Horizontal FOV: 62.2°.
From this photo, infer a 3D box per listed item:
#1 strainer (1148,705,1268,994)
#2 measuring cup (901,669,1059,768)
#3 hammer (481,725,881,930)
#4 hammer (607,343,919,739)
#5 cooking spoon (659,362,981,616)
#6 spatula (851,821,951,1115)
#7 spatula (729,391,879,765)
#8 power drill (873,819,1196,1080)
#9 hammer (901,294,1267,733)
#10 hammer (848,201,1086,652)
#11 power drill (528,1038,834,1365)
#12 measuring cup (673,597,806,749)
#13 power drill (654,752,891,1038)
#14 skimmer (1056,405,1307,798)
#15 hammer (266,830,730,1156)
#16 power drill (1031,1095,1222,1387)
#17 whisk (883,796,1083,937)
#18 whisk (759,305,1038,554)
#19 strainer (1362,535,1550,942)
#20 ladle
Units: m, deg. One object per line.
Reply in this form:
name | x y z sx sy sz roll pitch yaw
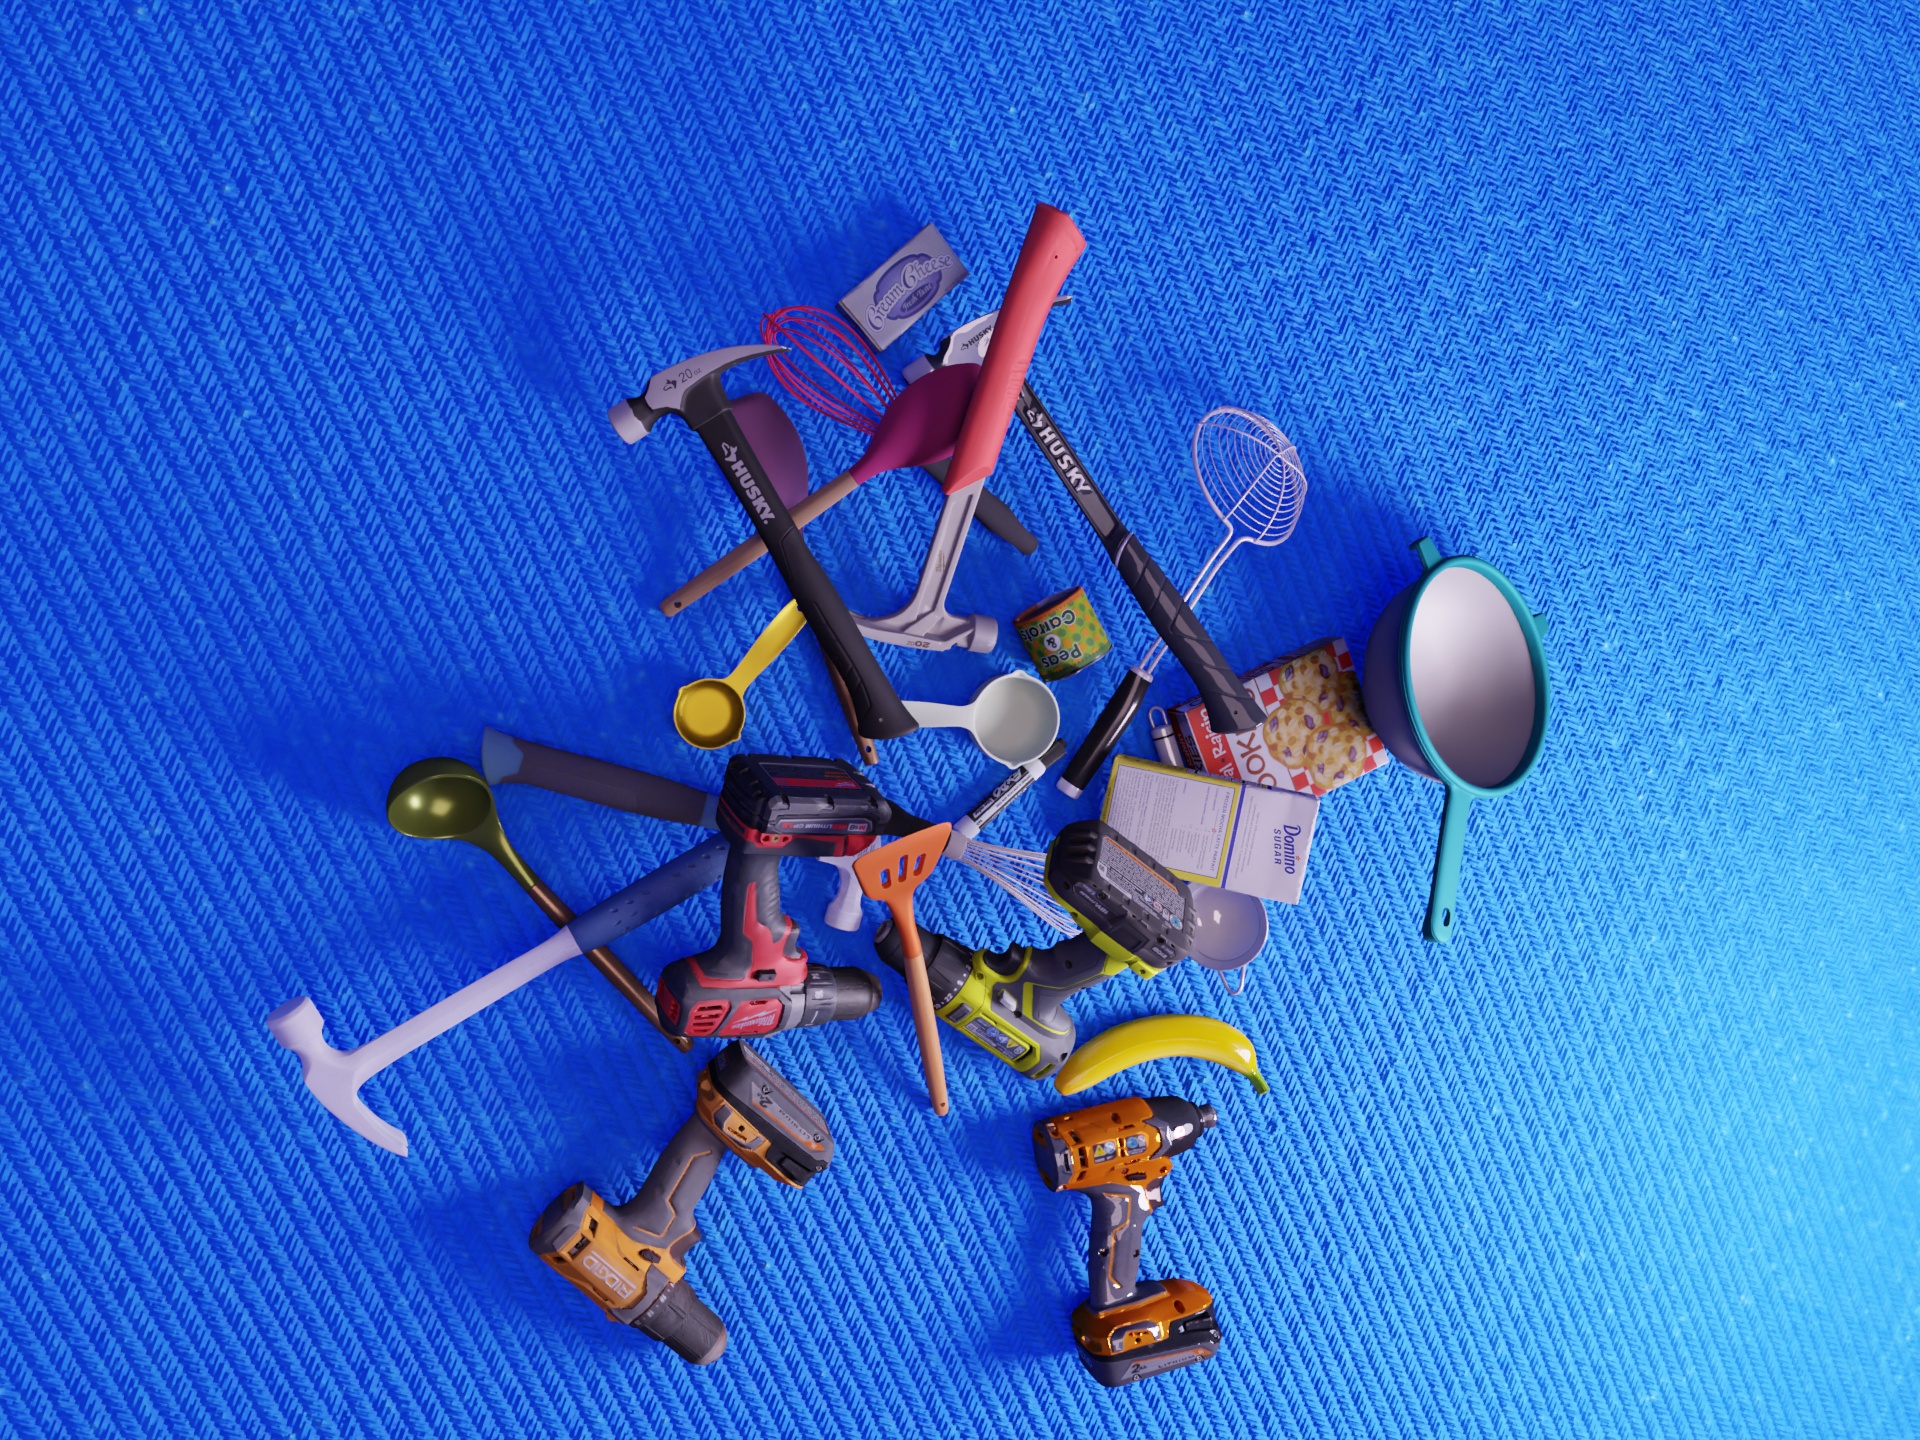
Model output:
strainer | 0.209 0.110 1.389 0.087 0.050 0.258 -16 93 27
measuring cup | -0.002 -0.004 1.325 0.167 0.038 0.083 3 93 -14
hammer | -0.220 0.069 1.271 0.331 0.033 0.128 16 90 -16
hammer | -0.126 -0.132 1.230 0.146 0.035 0.334 -29 96 11
cooking spoon | -0.106 -0.177 1.258 0.319 0.017 0.068 -35 117 3
spatula | -0.032 0.206 1.257 0.081 0.041 0.322 -21 127 -18
spatula | -0.121 -0.112 1.294 0.060 0.018 0.316 -20 98 -13
power drill | 0.058 0.181 1.283 0.190 0.080 0.228 37 124 -15
hammer | 0.127 -0.160 1.305 0.149 0.036 0.409 -35 94 5
hammer | 0.008 -0.222 1.237 0.149 0.037 0.359 9 114 -22
power drill | -0.202 0.393 1.275 0.226 0.084 0.185 -44 104 -4
measuring cup | -0.171 -0.043 1.281 0.062 0.029 0.156 42 80 -14
power drill | -0.124 0.145 1.230 0.187 0.080 0.226 5 112 -34
skimmer | 0.178 -0.099 1.372 0.127 0.090 0.363 30 96 -26
hammer | -0.301 0.177 1.213 0.405 0.035 0.144 -30 111 -14
power drill | 0.159 0.439 1.377 0.164 0.084 0.226 -10 93 -15
whisk | 0.022 0.114 1.312 0.284 0.070 0.070 24 87 -20
whisk | -0.045 -0.231 1.288 0.295 0.073 0.073 39 83 -20
strainer | 0.406 0.026 1.380 0.210 0.095 0.340 24 71 -33
ladle | -0.319 0.153 1.239 0.078 0.062 0.320 -35 106 15
